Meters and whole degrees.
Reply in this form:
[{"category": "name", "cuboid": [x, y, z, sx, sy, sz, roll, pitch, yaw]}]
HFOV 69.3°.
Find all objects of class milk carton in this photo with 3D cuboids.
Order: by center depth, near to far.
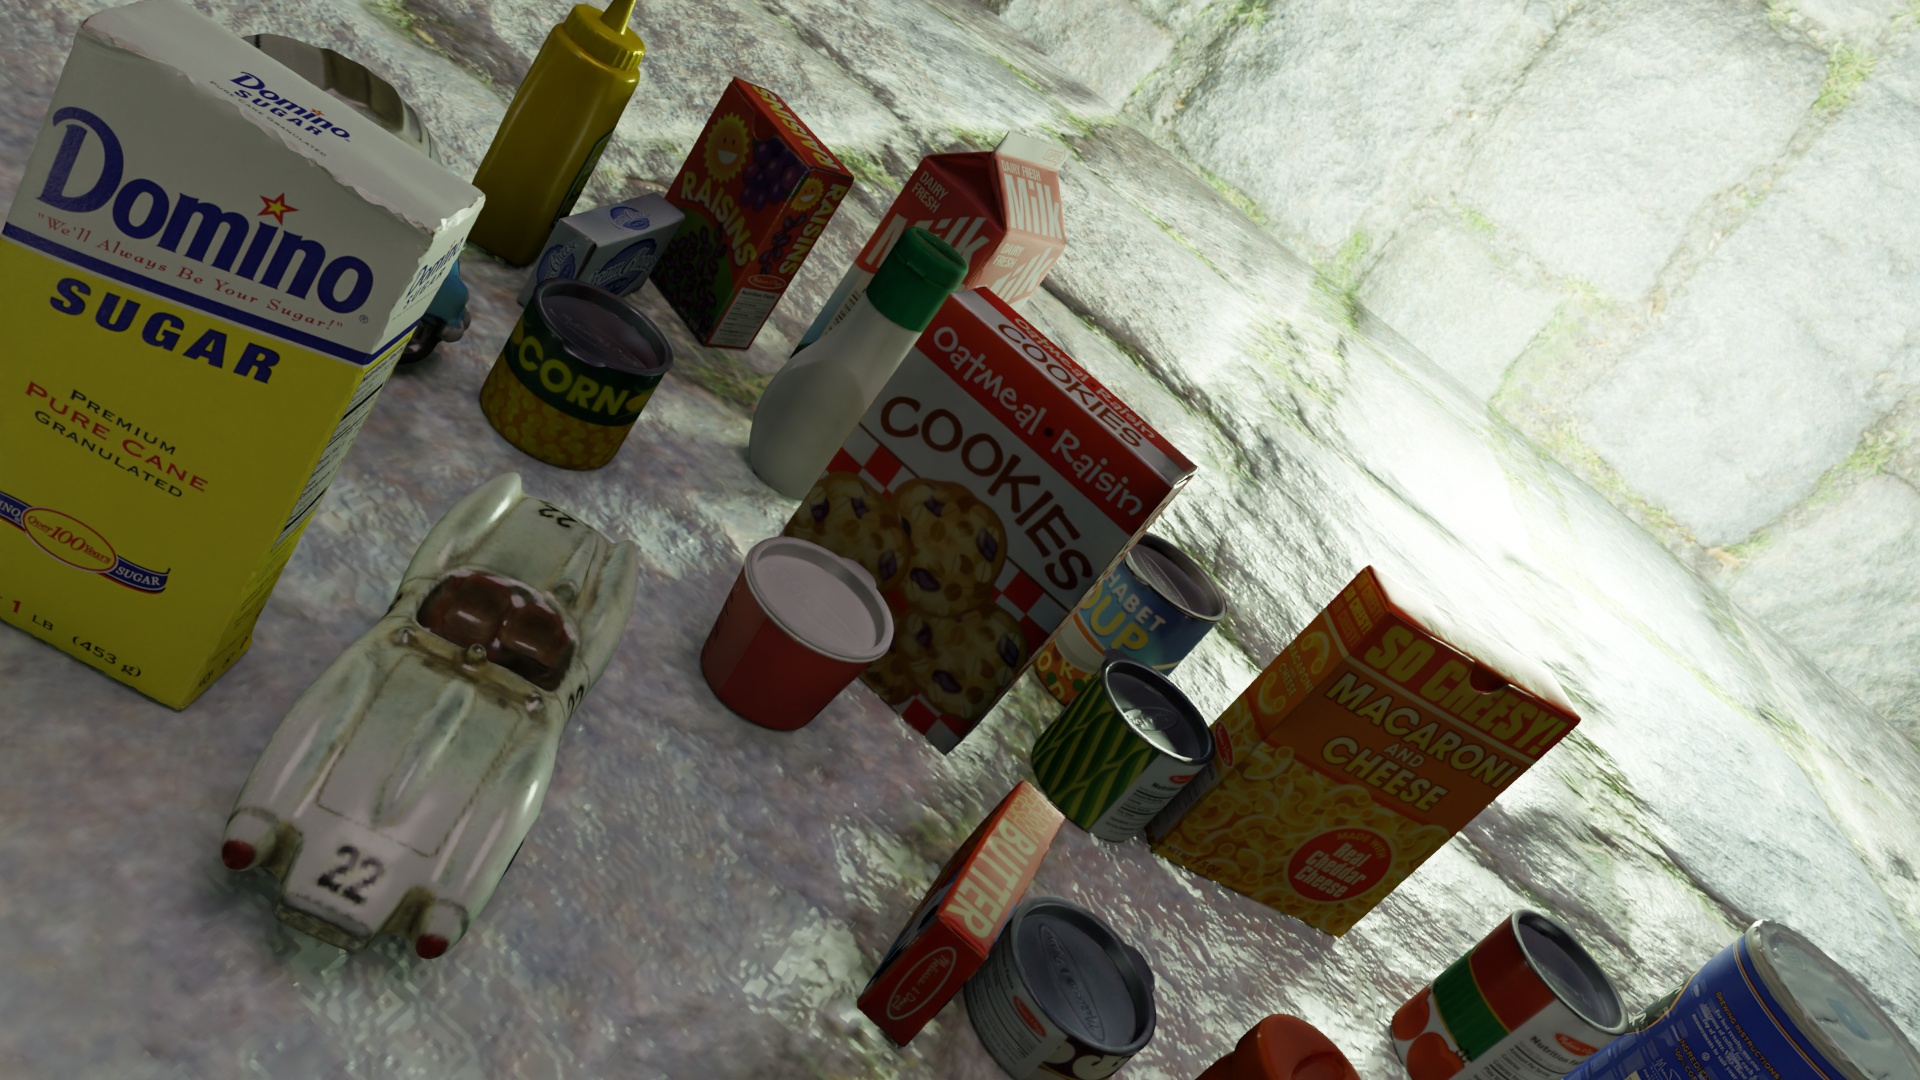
[{"category": "milk carton", "cuboid": [-0.009, -0.154, 0.808, 0.073, 0.189, 0.072, 48, 27, 20]}]

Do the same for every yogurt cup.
[{"category": "yogurt cup", "cuboid": [-0.069, 0.040, 0.566, 0.072, 0.053, 0.073, 30, 26, -16]}]

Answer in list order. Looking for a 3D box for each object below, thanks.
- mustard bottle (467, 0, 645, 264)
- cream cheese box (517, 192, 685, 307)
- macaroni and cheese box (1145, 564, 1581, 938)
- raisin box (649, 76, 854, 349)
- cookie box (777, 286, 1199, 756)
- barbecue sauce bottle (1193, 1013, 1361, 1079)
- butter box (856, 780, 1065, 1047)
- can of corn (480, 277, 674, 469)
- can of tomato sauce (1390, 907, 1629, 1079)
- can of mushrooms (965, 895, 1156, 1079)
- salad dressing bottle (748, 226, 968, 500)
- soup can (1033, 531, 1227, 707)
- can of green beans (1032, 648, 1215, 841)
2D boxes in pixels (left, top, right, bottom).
[{"category": "mustard bottle", "cuboid": [-0.199, -0.216, 0.701, 0.049, 0.159, 0.065, 30, 26, -16]}, {"category": "cream cheese box", "cuboid": [-0.187, -0.149, 0.729, 0.024, 0.053, 0.104, 38, 25, -1]}, {"category": "macaroni and cheese box", "cuboid": [0.185, 0.105, 0.655, 0.123, 0.165, 0.040, 28, 27, -21]}, {"category": "raisin box", "cuboid": [-0.125, -0.182, 0.783, 0.040, 0.123, 0.086, 0, 44, -53]}, {"category": "cookie box", "cuboid": [0.002, -0.008, 0.606, 0.123, 0.166, 0.040, 42, 25, 9]}, {"category": "barbecue sauce bottle", "cuboid": [0.046, 0.183, 0.368, 0.065, 0.148, 0.044, 2, 43, -51]}, {"category": "butter box", "cuboid": [0.003, 0.132, 0.506, 0.024, 0.053, 0.104, 40, 25, 4]}, {"category": "can of corn", "cuboid": [-0.171, -0.072, 0.616, 0.071, 0.058, 0.071, 30, 26, -16]}, {"category": "can of tomato sauce", "cuboid": [0.253, 0.222, 0.646, 0.071, 0.082, 0.071, 30, 26, -16]}, {"category": "can of mushrooms", "cuboid": [0.038, 0.169, 0.514, 0.071, 0.033, 0.071, 30, 26, -16]}, {"category": "salad dressing bottle", "cuboid": [-0.051, -0.087, 0.691, 0.064, 0.147, 0.044, 39, 25, 2]}, {"category": "soup can", "cuboid": [0.084, 0.046, 0.720, 0.071, 0.083, 0.072, 30, 26, -16]}, {"category": "can of green beans", "cuboid": [0.076, 0.098, 0.652, 0.071, 0.057, 0.071, 30, 26, -16]}]
